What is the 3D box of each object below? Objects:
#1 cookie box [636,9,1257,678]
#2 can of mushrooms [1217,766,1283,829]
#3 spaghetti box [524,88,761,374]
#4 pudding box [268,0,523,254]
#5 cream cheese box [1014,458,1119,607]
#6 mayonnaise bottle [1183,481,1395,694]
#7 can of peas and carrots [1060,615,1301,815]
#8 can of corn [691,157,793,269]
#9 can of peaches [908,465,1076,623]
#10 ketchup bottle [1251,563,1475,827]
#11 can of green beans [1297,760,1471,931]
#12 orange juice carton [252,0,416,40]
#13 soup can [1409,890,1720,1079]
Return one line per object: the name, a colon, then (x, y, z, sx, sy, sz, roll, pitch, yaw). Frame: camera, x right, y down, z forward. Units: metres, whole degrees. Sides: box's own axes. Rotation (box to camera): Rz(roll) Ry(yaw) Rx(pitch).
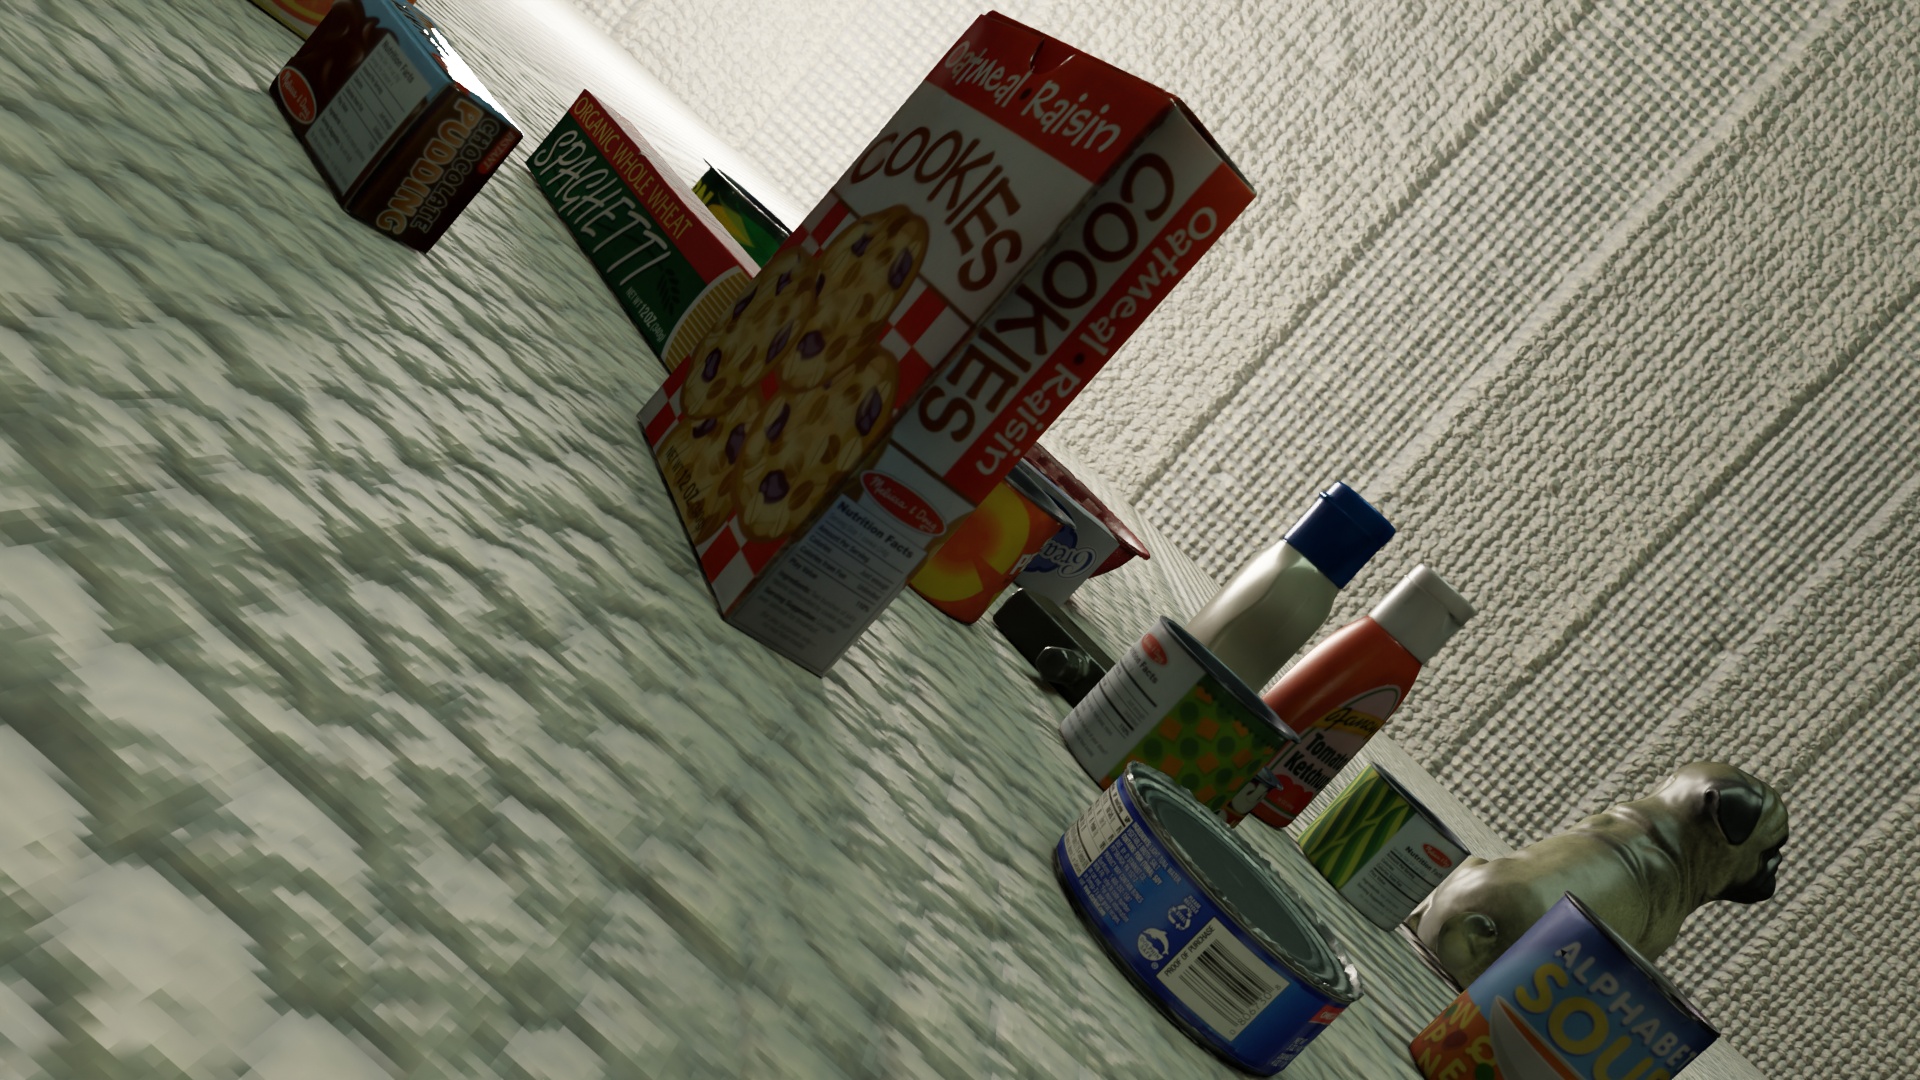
cookie box: (-0.015, -0.063, 0.390, 0.040, 0.167, 0.123, 37, 9, -36)
can of mushrooms: (0.101, 0.093, 0.590, 0.071, 0.033, 0.071, 41, 8, -7)
spaghetti box: (-0.129, -0.126, 0.593, 0.028, 0.050, 0.251, 34, 11, -46)
pudding box: (-0.172, -0.131, 0.420, 0.084, 0.049, 0.030, 48, 9, 34)
cream cheese box: (0.031, -0.010, 0.728, 0.103, 0.053, 0.024, 37, 9, -33)
mayonnaise bottle: (0.139, 0.038, 0.650, 0.041, 0.148, 0.065, 41, 8, -9)
can of peas and carrots: (0.082, 0.072, 0.520, 0.071, 0.058, 0.071, 41, 8, -7)
can of corn: (-0.127, -0.158, 0.741, 0.071, 0.058, 0.071, 41, 8, -7)
can of peaches: (0.002, -0.007, 0.562, 0.071, 0.058, 0.071, 41, 8, -7)
ketchup bottle: (0.193, 0.076, 0.701, 0.064, 0.148, 0.044, 36, 10, -40)
can of green beans: (0.217, 0.157, 0.715, 0.071, 0.057, 0.071, 41, 8, -7)
orange juice carton: (-0.211, -0.286, 0.537, 0.073, 0.192, 0.072, 35, 10, -43)
soup can: (0.216, 0.180, 0.499, 0.071, 0.083, 0.071, 41, 8, -7)
